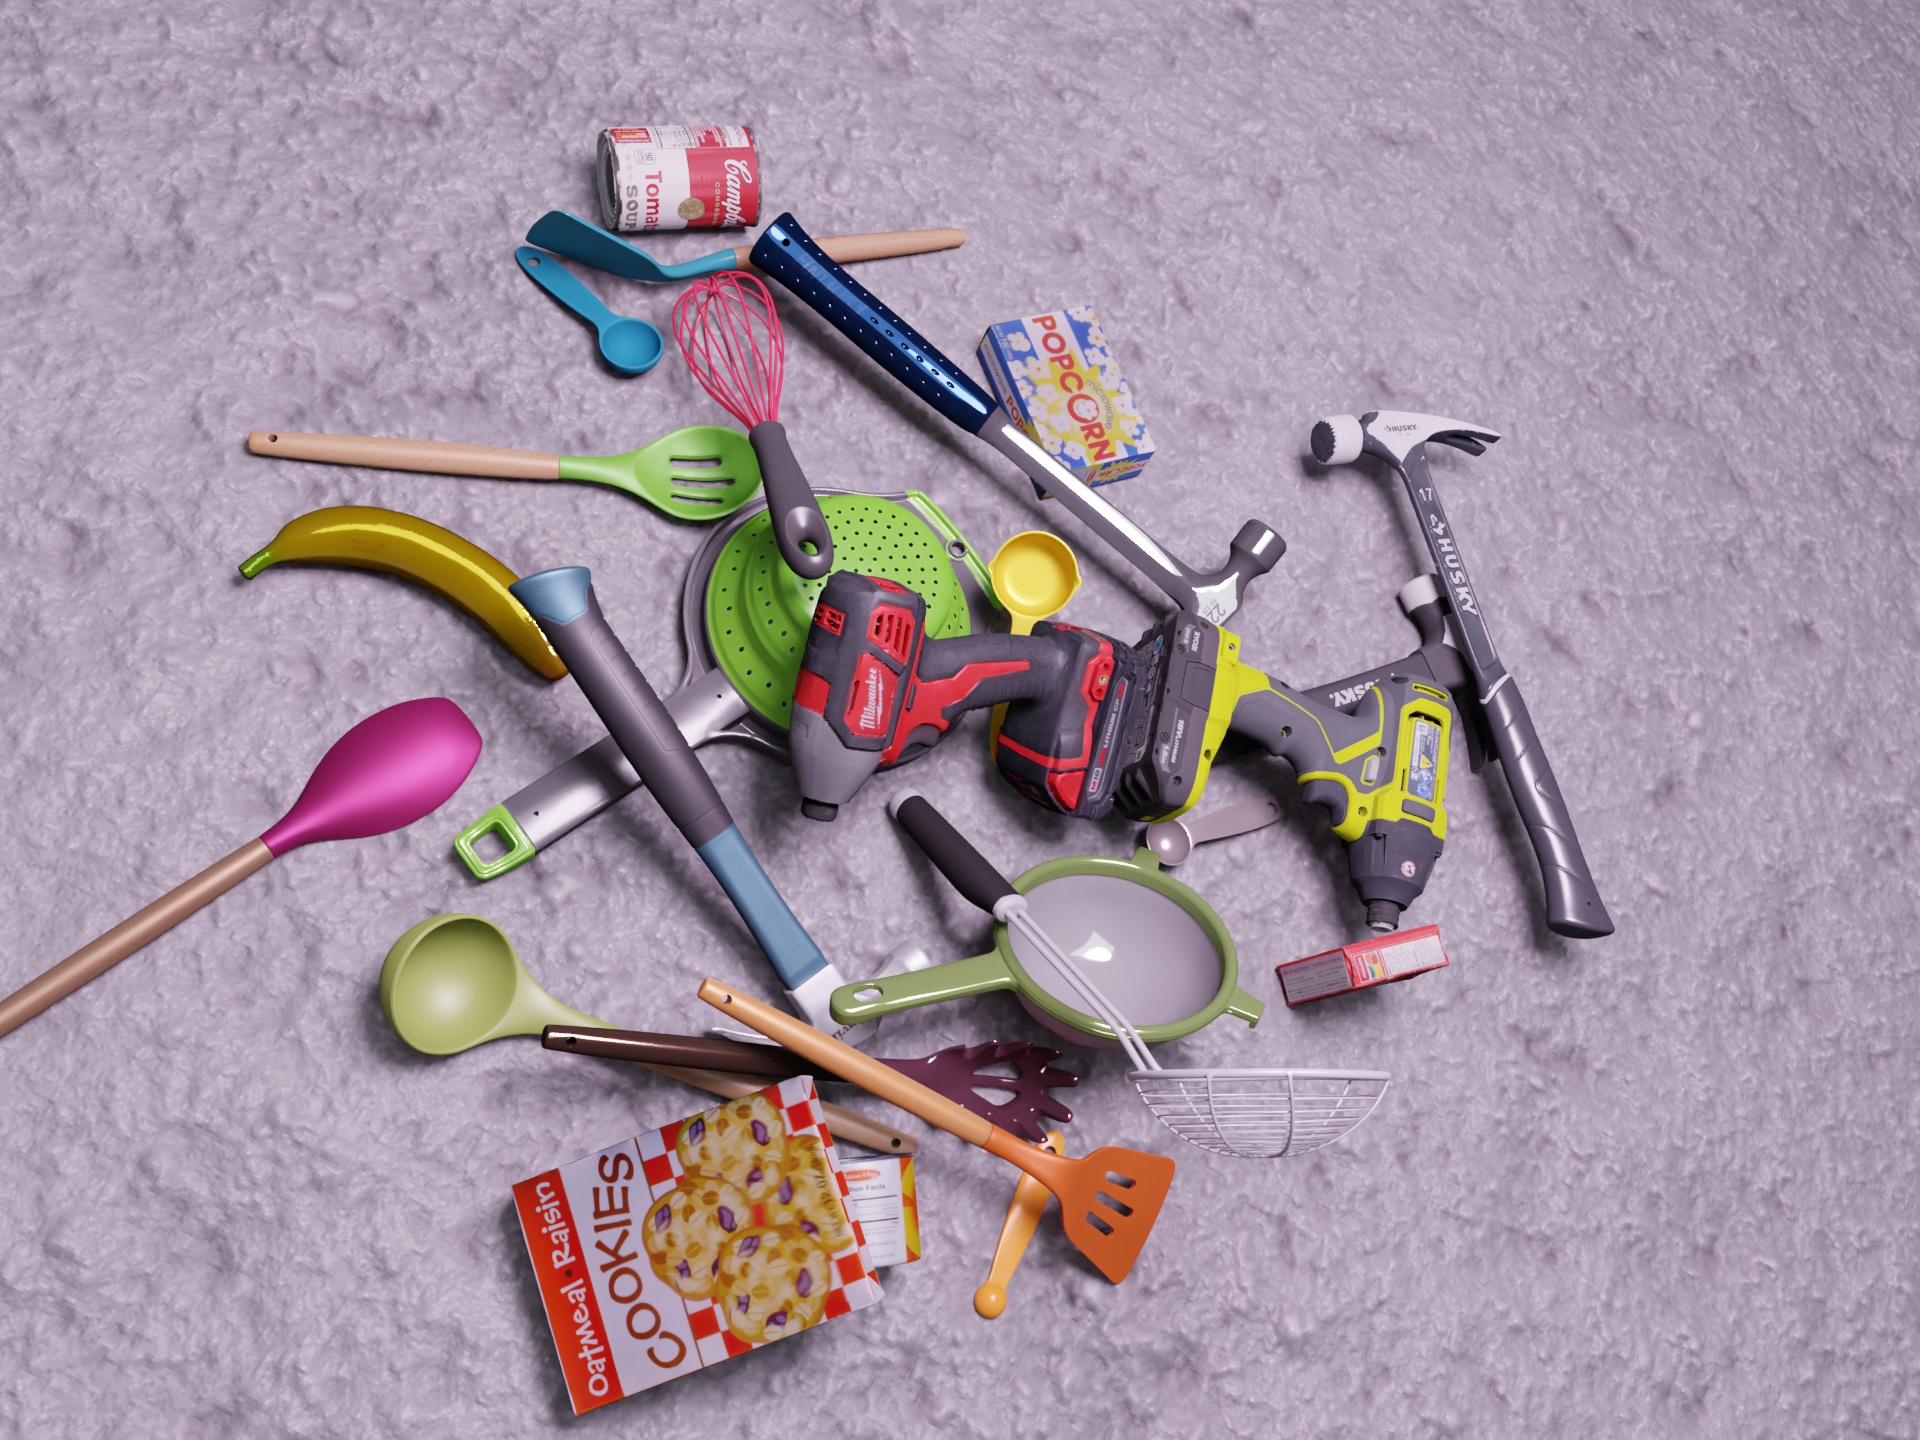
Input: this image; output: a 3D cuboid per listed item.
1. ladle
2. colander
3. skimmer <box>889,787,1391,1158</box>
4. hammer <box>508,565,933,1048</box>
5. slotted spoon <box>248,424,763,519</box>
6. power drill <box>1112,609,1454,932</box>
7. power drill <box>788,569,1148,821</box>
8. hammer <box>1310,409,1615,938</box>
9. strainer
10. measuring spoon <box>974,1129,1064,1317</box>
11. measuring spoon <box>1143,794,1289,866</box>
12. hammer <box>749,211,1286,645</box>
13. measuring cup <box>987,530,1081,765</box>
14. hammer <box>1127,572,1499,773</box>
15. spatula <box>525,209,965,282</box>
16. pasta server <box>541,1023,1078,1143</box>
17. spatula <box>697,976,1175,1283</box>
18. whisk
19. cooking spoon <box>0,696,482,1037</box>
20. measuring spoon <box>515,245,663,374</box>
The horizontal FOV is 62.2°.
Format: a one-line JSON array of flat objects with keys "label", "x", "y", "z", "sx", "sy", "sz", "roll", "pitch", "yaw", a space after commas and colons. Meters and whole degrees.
[{"label": "ladle", "x": -0.168, "y": 0.191, "z": 0.895, "sx": 0.320, "sy": 0.062, "sz": 0.078, "roll": 23, "pitch": 78, "yaw": -12}, {"label": "colander", "x": -0.129, "y": -0.033, "z": 0.969, "sx": 0.397, "sy": 0.094, "sz": 0.204, "roll": -35, "pitch": 84, "yaw": -26}, {"label": "skimmer", "x": 0.076, "y": 0.116, "z": 0.881, "sx": 0.127, "sy": 0.090, "sz": 0.364, "roll": 13, "pitch": 21, "yaw": -43}, {"label": "hammer", "x": -0.148, "y": 0.053, "z": 0.912, "sx": 0.128, "sy": 0.033, "sz": 0.331, "roll": -36, "pitch": 103, "yaw": -20}, {"label": "slotted spoon", "x": -0.281, "y": -0.165, "z": 1.008, "sx": 0.313, "sy": 0.031, "sz": 0.070, "roll": 2, "pitch": 69, "yaw": -16}, {"label": "power drill", "x": 0.213, "y": 0.031, "z": 1.033, "sx": 0.223, "sy": 0.080, "sz": 0.171, "roll": 19, "pitch": 68, "yaw": -15}, {"label": "power drill", "x": -0.002, "y": -0.003, "z": 0.949, "sx": 0.219, "sy": 0.079, "sz": 0.143, "roll": 8, "pitch": 101, "yaw": -38}, {"label": "hammer", "x": 0.378, "y": -0.041, "z": 1.135, "sx": 0.149, "sy": 0.036, "sz": 0.409, "roll": -9, "pitch": 72, "yaw": -21}, {"label": "strainer", "x": 0.041, "y": 0.163, "z": 0.952, "sx": 0.256, "sy": 0.069, "sz": 0.152, "roll": -8, "pitch": 41, "yaw": -23}, {"label": "measuring spoon", "x": 0.038, "y": 0.298, "z": 0.945, "sx": 0.021, "sy": 0.011, "sz": 0.117, "roll": 29, "pitch": 64, "yaw": -6}, {"label": "measuring spoon", "x": 0.173, "y": 0.073, "z": 1.077, "sx": 0.124, "sy": 0.018, "sz": 0.034, "roll": -14, "pitch": 75, "yaw": -29}, {"label": "hammer", "x": 0.023, "y": -0.191, "z": 1.076, "sx": 0.405, "sy": 0.035, "sz": 0.144, "roll": 39, "pitch": 88, "yaw": -3}, {"label": "measuring cup", "x": 0.040, "y": -0.047, "z": 1.050, "sx": 0.062, "sy": 0.029, "sz": 0.156, "roll": 10, "pitch": 96, "yaw": 0}, {"label": "hammer", "x": 0.234, "y": 0.001, "z": 1.110, "sx": 0.334, "sy": 0.035, "sz": 0.146, "roll": -16, "pitch": 75, "yaw": -23}, {"label": "spatula", "x": -0.136, "y": -0.335, "z": 1.107, "sx": 0.317, "sy": 0.082, "sz": 0.044, "roll": -14, "pitch": 97, "yaw": -27}, {"label": "pasta server", "x": -0.078, "y": 0.197, "z": 0.903, "sx": 0.316, "sy": 0.040, "sz": 0.060, "roll": 12, "pitch": 85, "yaw": -25}, {"label": "spatula", "x": -0.009, "y": 0.225, "z": 0.908, "sx": 0.322, "sy": 0.041, "sz": 0.081, "roll": 31, "pitch": 77, "yaw": -15}, {"label": "whisk", "x": -0.127, "y": -0.191, "z": 1.000, "sx": 0.073, "sy": 0.073, "sz": 0.296, "roll": -6, "pitch": 49, "yaw": -20}, {"label": "cooking spoon", "x": -0.405, "y": 0.085, "z": 0.876, "sx": 0.319, "sy": 0.017, "sz": 0.069, "roll": -38, "pitch": 84, "yaw": -27}, {"label": "measuring spoon", "x": -0.252, "y": -0.274, "z": 1.068, "sx": 0.129, "sy": 0.021, "sz": 0.042, "roll": 41, "pitch": 62, "yaw": 10}]
